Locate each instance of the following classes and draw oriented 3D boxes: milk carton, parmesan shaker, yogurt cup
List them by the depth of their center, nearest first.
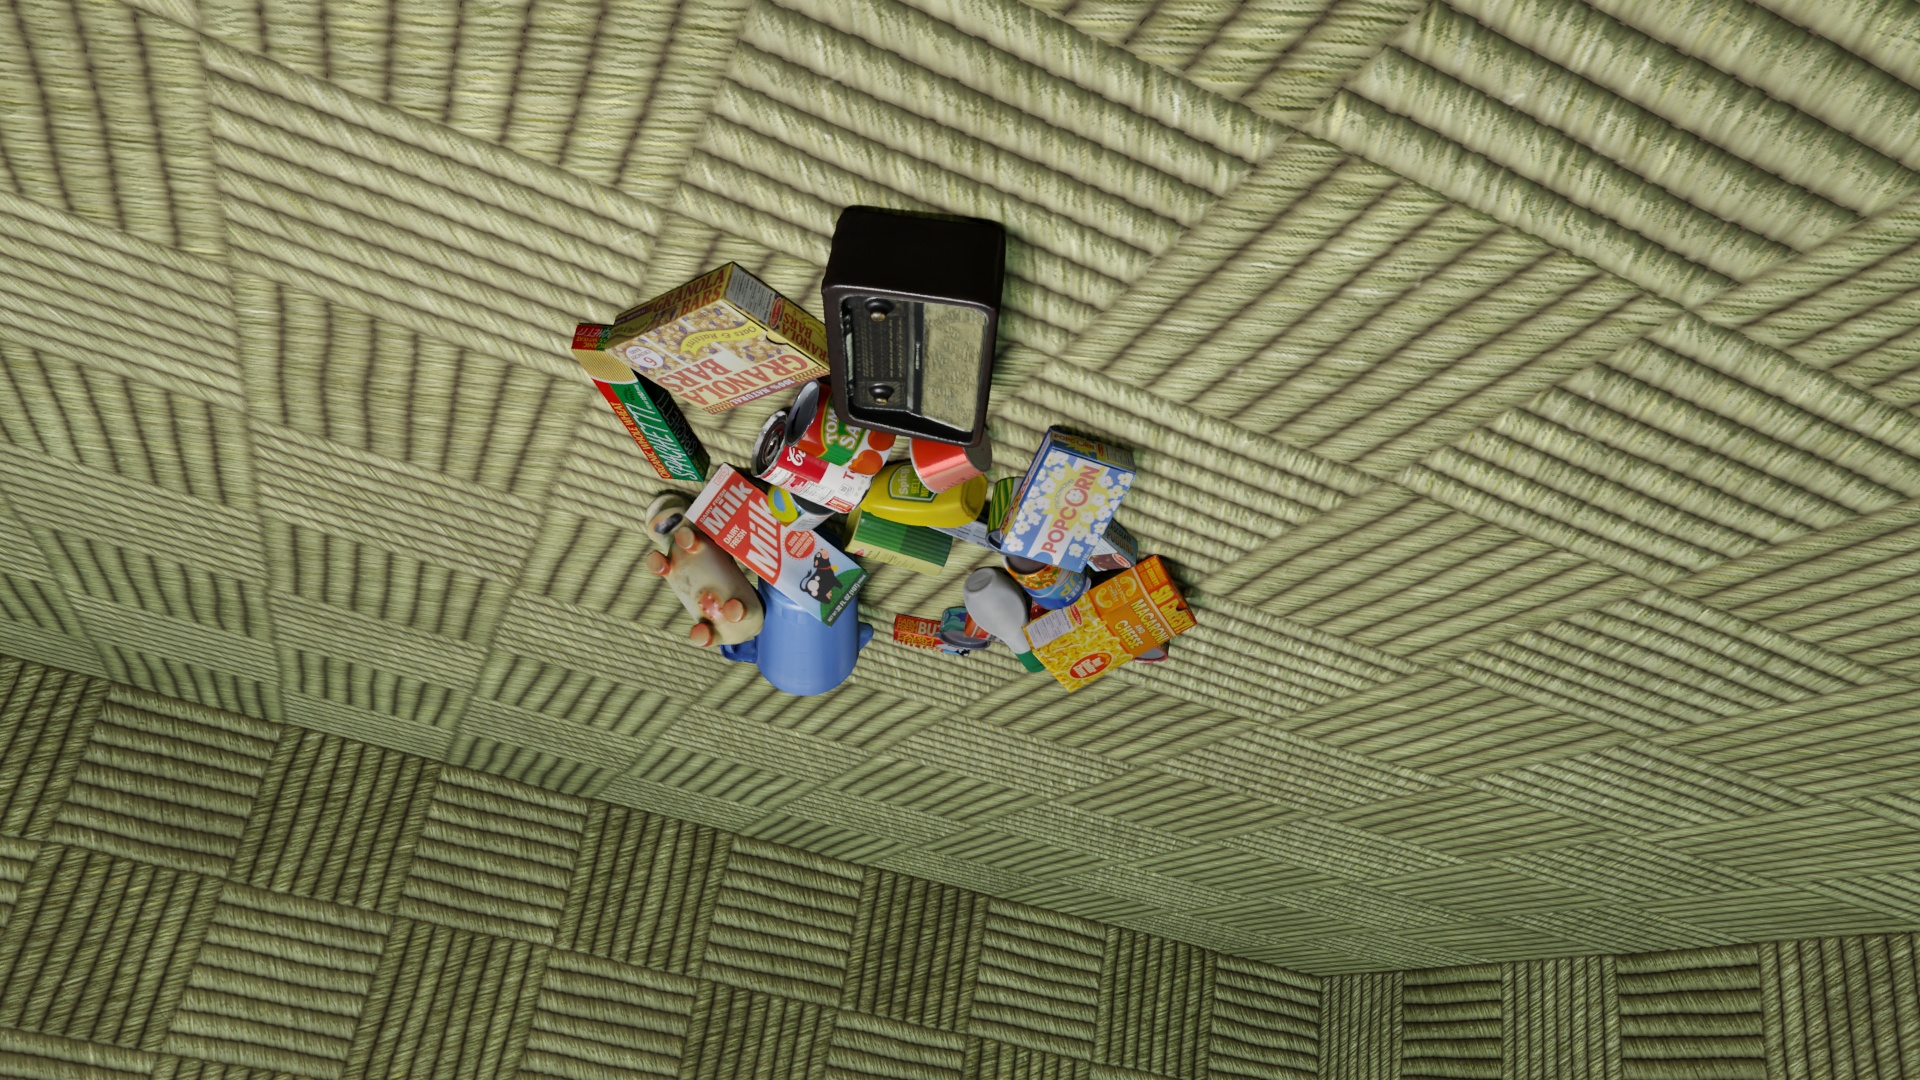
[{"bbox_3d":[-0.007,-0.082,1.273,0.054,0.073,0.072,-15,146,30],"label":"yogurt cup"},{"bbox_3d":[-0.192,0.004,1.456,0.190,0.072,0.073,37,177,-9],"label":"milk carton"},{"bbox_3d":[-0.066,-0.007,1.460,0.103,0.071,0.071,16,155,-15],"label":"parmesan shaker"}]

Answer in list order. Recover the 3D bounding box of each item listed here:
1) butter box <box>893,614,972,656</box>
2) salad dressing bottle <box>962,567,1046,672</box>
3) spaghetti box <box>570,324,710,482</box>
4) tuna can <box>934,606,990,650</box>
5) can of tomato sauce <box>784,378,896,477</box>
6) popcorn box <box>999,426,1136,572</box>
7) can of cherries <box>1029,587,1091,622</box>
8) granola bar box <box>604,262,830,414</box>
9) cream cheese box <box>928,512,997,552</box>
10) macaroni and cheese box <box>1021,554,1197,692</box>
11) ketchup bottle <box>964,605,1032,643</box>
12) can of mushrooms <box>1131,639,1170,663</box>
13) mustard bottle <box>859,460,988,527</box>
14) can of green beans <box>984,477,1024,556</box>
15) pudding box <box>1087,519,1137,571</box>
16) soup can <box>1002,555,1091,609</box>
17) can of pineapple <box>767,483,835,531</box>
[{"bbox_3d":[-0.035,0.123,1.784,0.103,0.024,0.053,11,157,-1],"label":"butter box"},{"bbox_3d":[0.057,0.095,1.609,0.064,0.044,0.147,-26,124,15],"label":"salad dressing bottle"},{"bbox_3d":[-0.301,-0.125,1.333,0.050,0.029,0.249,6,156,12],"label":"spaghetti box"},{"bbox_3d":[0.005,0.109,1.728,0.071,0.033,0.070,8,156,4],"label":"tuna can"},{"bbox_3d":[-0.107,-0.102,1.262,0.083,0.071,0.071,21,153,-25],"label":"can of tomato sauce"},{"bbox_3d":[0.098,-0.037,1.294,0.085,0.038,0.126,16,125,-14],"label":"popcorn box"},{"bbox_3d":[0.111,0.077,1.583,0.071,0.058,0.071,8,156,4],"label":"can of cherries"},{"bbox_3d":[-0.205,-0.167,1.189,0.165,0.039,0.124,-12,148,41],"label":"granola bar box"},{"bbox_3d":[0.005,-0.018,1.425,0.104,0.024,0.053,20,-168,-22],"label":"cream cheese box"},{"bbox_3d":[0.166,0.094,1.528,0.166,0.040,0.123,-29,145,9],"label":"macaroni and cheese box"},{"bbox_3d":[0.082,0.104,1.673,0.149,0.044,0.064,13,146,-7],"label":"ketchup bottle"},{"bbox_3d":[0.221,0.122,1.670,0.071,0.033,0.070,9,155,4],"label":"can of mushrooms"},{"bbox_3d":[-0.053,-0.047,1.370,0.160,0.065,0.048,0,150,31],"label":"mustard bottle"},{"bbox_3d":[0.061,-0.023,1.381,0.071,0.058,0.071,8,156,4],"label":"can of green beans"},{"bbox_3d":[0.143,0.001,1.436,0.049,0.030,0.083,-8,150,33],"label":"pudding box"},{"bbox_3d":[0.092,0.027,1.470,0.071,0.071,0.083,-3,153,26],"label":"soup can"},{"bbox_3d":[-0.155,-0.050,1.402,0.071,0.071,0.057,21,154,-22],"label":"can of pineapple"}]
